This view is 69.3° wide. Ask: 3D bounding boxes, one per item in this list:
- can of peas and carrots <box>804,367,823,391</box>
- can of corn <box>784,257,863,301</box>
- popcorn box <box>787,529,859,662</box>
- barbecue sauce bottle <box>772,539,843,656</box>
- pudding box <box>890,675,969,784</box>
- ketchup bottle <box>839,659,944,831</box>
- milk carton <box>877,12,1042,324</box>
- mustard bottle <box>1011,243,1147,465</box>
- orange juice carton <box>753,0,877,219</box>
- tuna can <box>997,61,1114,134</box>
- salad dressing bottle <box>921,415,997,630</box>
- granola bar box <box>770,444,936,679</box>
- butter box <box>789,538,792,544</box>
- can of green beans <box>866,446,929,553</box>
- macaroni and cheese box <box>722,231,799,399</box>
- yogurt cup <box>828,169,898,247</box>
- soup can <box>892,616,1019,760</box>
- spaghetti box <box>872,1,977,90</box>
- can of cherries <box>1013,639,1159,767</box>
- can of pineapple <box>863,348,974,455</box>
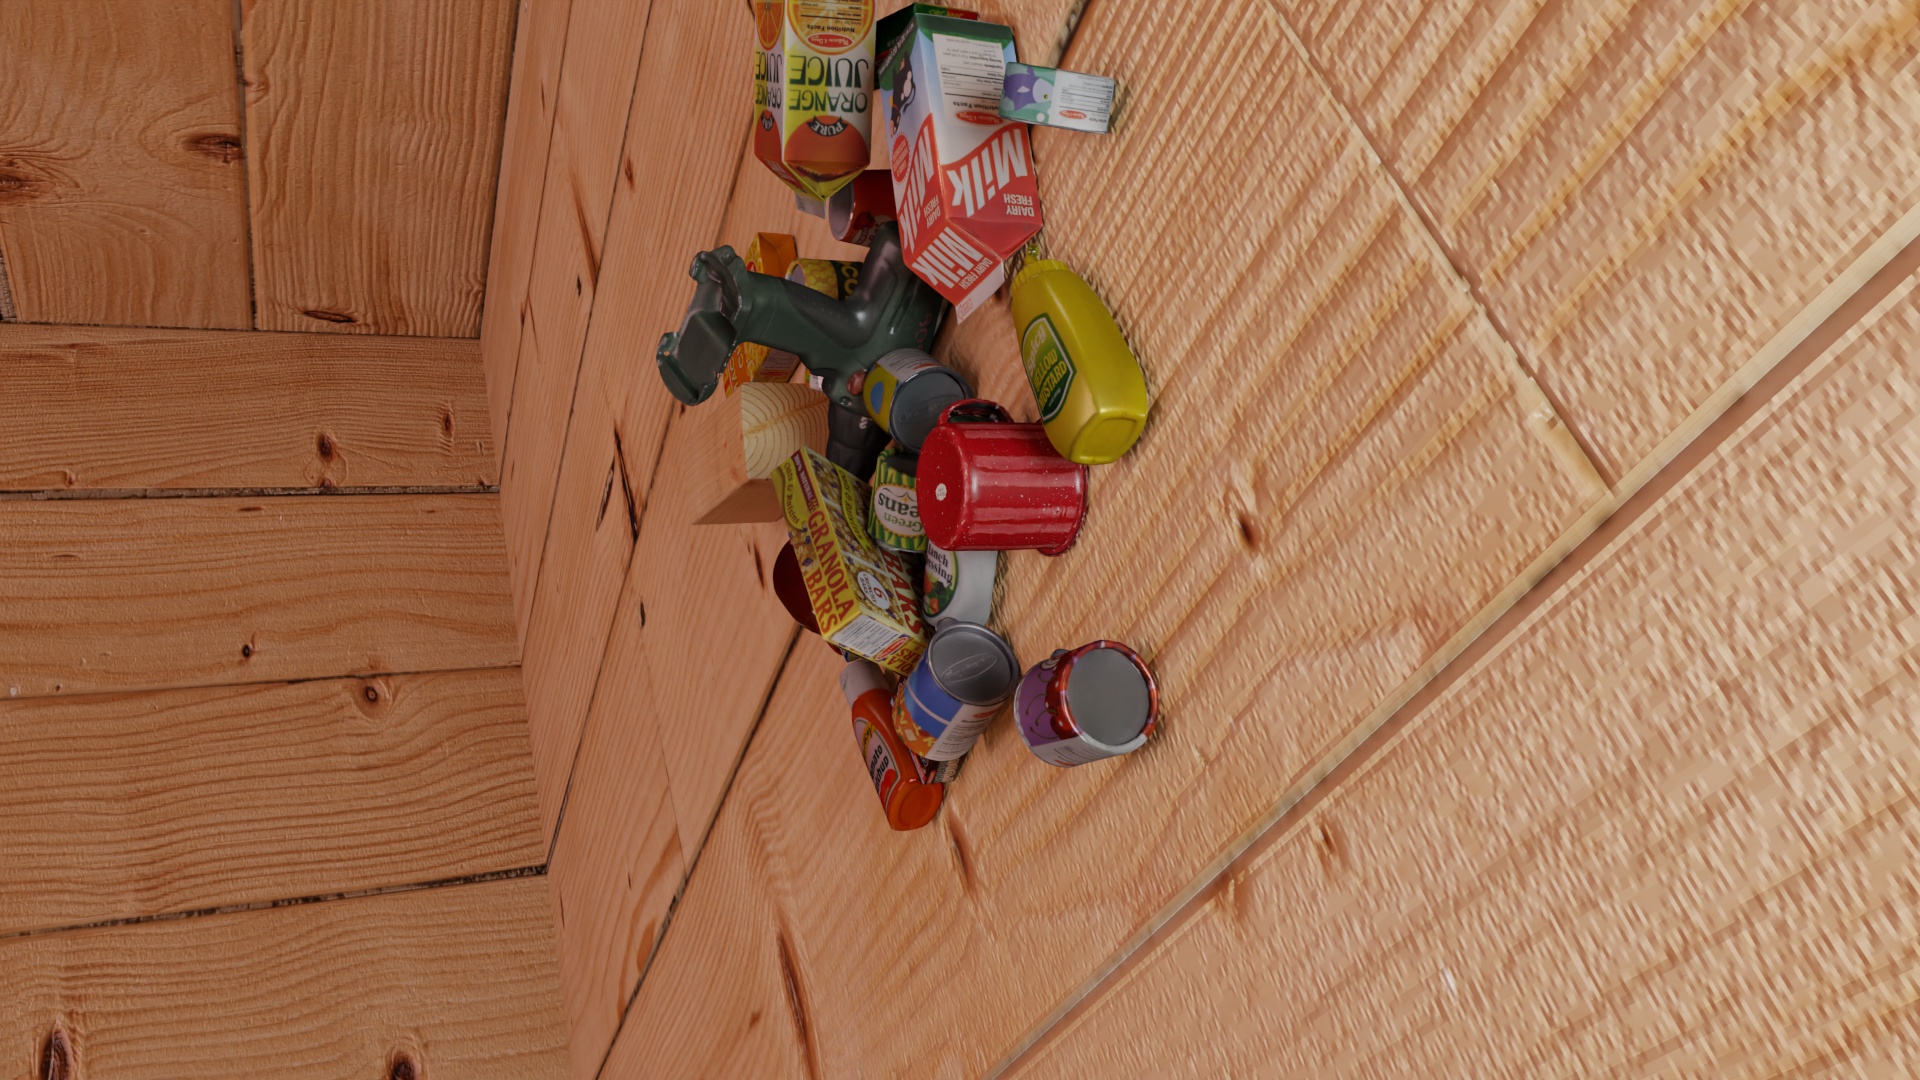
[{"bbox_3d":[-0.093,-0.155,1.142,0.071,0.071,0.058,-146,58,-59],"label":"can of peas and carrots"},{"bbox_3d":[-0.114,-0.208,1.188,0.071,0.058,0.071,179,89,-65],"label":"can of corn"},{"bbox_3d":[-0.101,0.030,1.137,0.085,0.038,0.127,105,140,-72],"label":"popcorn box"},{"bbox_3d":[-0.125,0.054,1.240,0.149,0.044,0.064,44,123,55],"label":"barbecue sauce bottle"},{"bbox_3d":[-0.022,0.135,1.046,0.084,0.030,0.049,-115,34,-41],"label":"pudding box"},{"bbox_3d":[-0.058,0.157,1.107,0.149,0.043,0.064,-120,36,-46],"label":"ketchup bottle"},{"bbox_3d":[0.001,-0.246,0.931,0.072,0.073,0.191,-33,62,60],"label":"milk carton"},{"bbox_3d":[0.062,-0.121,0.836,0.065,0.049,0.161,-60,40,45],"label":"mustard bottle"},{"bbox_3d":[-0.110,-0.342,1.042,0.072,0.073,0.192,37,128,57],"label":"orange juice carton"},{"bbox_3d":[0.055,-0.263,0.824,0.071,0.071,0.032,41,126,57],"label":"tuna can"},{"bbox_3d":[0.003,-0.012,0.970,0.064,0.044,0.147,-144,57,-60],"label":"salad dressing bottle"},{"bbox_3d":[-0.070,0.020,1.035,0.039,0.124,0.166,-38,50,19],"label":"granola bar box"},{"bbox_3d":[-0.118,-0.029,1.224,0.103,0.024,0.053,-18,74,52],"label":"butter box"},{"bbox_3d":[-0.032,-0.031,1.018,0.071,0.071,0.057,-132,47,-54],"label":"can of green beans"},{"bbox_3d":[-0.201,-0.210,1.391,0.165,0.040,0.124,135,129,-56],"label":"macaroni and cheese box"},{"bbox_3d":[-0.071,-0.263,1.101,0.072,0.054,0.072,3,93,64],"label":"yogurt cup"},{"bbox_3d":[-0.006,0.104,0.968,0.083,0.071,0.071,121,140,-48],"label":"soup can"},{"bbox_3d":[-0.063,-0.378,1.084,0.250,0.050,0.028,-161,73,-63],"label":"spaghetti box"},{"bbox_3d":[0.073,0.092,0.805,0.058,0.071,0.071,147,118,-60],"label":"can of cherries"},{"bbox_3d":[-0.031,-0.100,1.013,0.058,0.071,0.070,-138,52,-57],"label":"can of pineapple"}]
